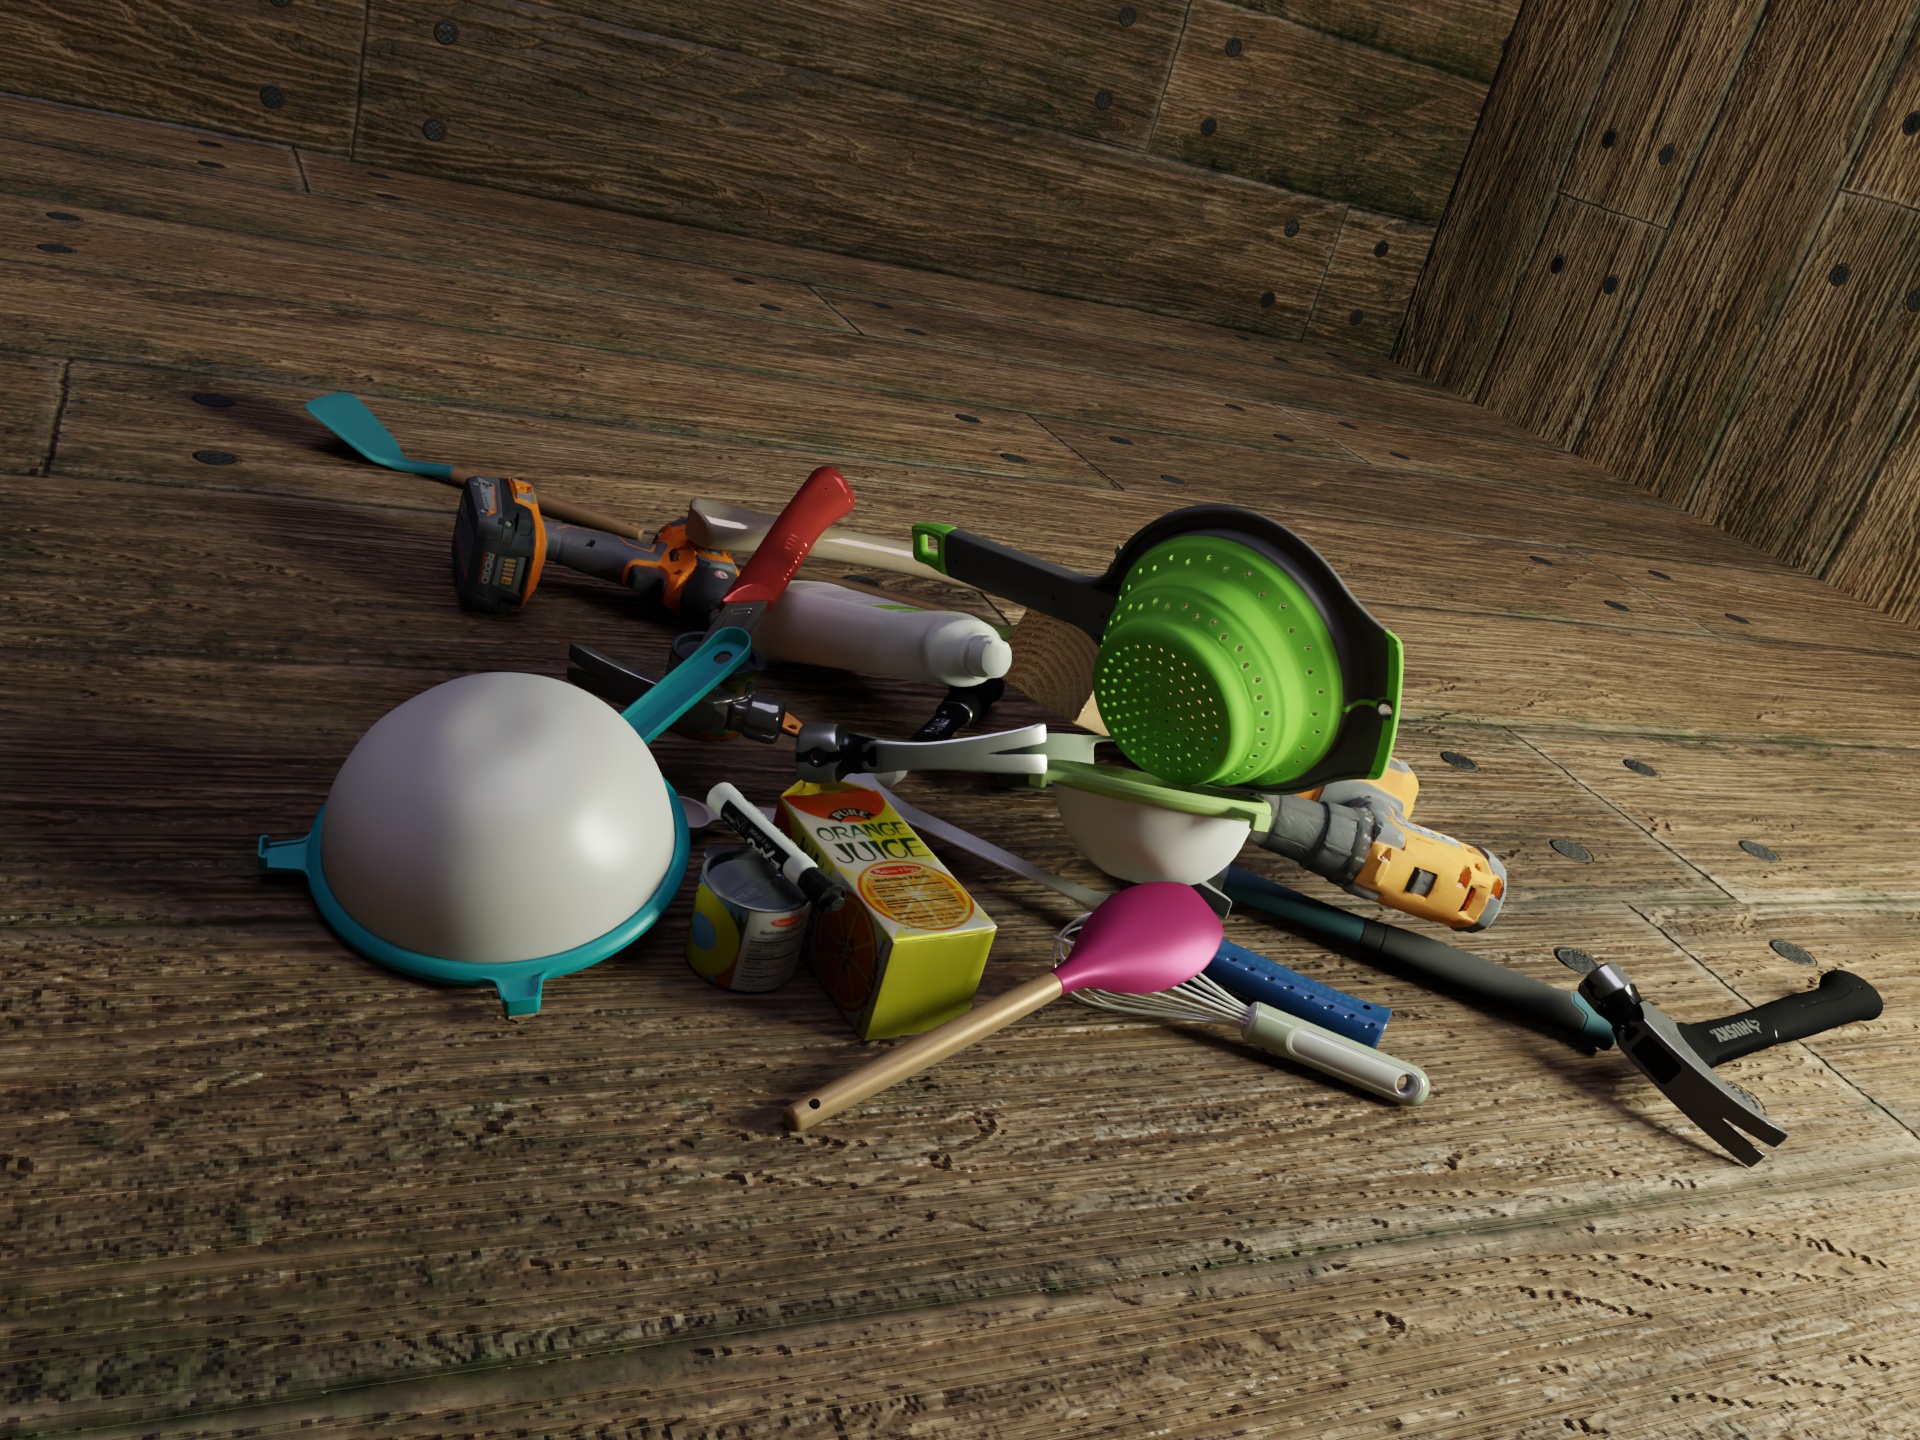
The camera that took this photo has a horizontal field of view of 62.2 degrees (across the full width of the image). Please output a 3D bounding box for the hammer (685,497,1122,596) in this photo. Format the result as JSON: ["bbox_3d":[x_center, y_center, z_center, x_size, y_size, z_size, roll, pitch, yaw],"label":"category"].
[{"bbox_3d":[-0.030,-0.140,1.372,0.410,0.038,0.146,11,35,-15],"label":"hammer"}]

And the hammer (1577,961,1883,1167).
[{"bbox_3d":[0.574,0.220,1.124,0.334,0.035,0.146,0,43,-40],"label":"hammer"}]

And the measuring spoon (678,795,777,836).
[{"bbox_3d":[-0.144,0.069,1.053,0.124,0.018,0.034,7,30,-35],"label":"measuring spoon"}]

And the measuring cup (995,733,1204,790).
[{"bbox_3d":[0.104,0.031,1.173,0.167,0.038,0.083,-2,-8,23],"label":"measuring cup"}]

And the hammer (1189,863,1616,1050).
[{"bbox_3d":[0.294,0.153,1.116,0.331,0.033,0.128,21,24,9],"label":"hammer"}]

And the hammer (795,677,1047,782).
[{"bbox_3d":[-0.002,-0.004,1.133,0.149,0.036,0.409,0,7,7],"label":"hammer"}]

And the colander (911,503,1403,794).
[{"bbox_3d":[0.091,-0.053,1.055,0.397,0.204,0.094,24,41,35],"label":"colander"}]

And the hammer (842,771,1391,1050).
[{"bbox_3d":[0.083,0.121,1.048,0.405,0.035,0.144,24,23,16],"label":"hammer"}]

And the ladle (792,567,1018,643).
[{"bbox_3d":[-0.034,-0.113,1.453,0.320,0.062,0.078,15,30,3],"label":"ladle"}]

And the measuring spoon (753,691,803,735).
[{"bbox_3d":[-0.163,-0.014,1.220,0.117,0.011,0.021,31,28,22],"label":"measuring spoon"}]

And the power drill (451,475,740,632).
[{"bbox_3d":[-0.286,-0.124,1.291,0.226,0.084,0.164,8,25,-27],"label":"power drill"}]

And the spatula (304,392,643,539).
[{"bbox_3d":[-0.439,-0.228,1.458,0.317,0.044,0.082,18,21,2],"label":"spatula"}]

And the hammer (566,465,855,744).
[{"bbox_3d":[-0.159,-0.106,1.197,0.149,0.036,0.359,18,35,1],"label":"hammer"}]

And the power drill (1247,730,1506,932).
[{"bbox_3d":[0.277,0.071,1.171,0.185,0.084,0.226,19,14,-8],"label":"power drill"}]

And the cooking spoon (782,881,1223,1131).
[{"bbox_3d":[0.034,0.158,0.895,0.319,0.017,0.069,-20,62,-36],"label":"cooking spoon"}]

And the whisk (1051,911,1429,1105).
[{"bbox_3d":[0.170,0.180,0.971,0.246,0.058,0.059,22,-5,3],"label":"whisk"}]

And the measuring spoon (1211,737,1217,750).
[{"bbox_3d":[0.261,0.042,1.360,0.128,0.021,0.042,19,23,-16],"label":"measuring spoon"}]

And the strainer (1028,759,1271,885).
[{"bbox_3d":[0.131,0.072,1.092,0.151,0.069,0.256,11,1,10],"label":"strainer"}]

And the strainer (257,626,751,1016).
[{"bbox_3d":[-0.225,0.006,0.930,0.211,0.095,0.340,25,43,17],"label":"strainer"}]
